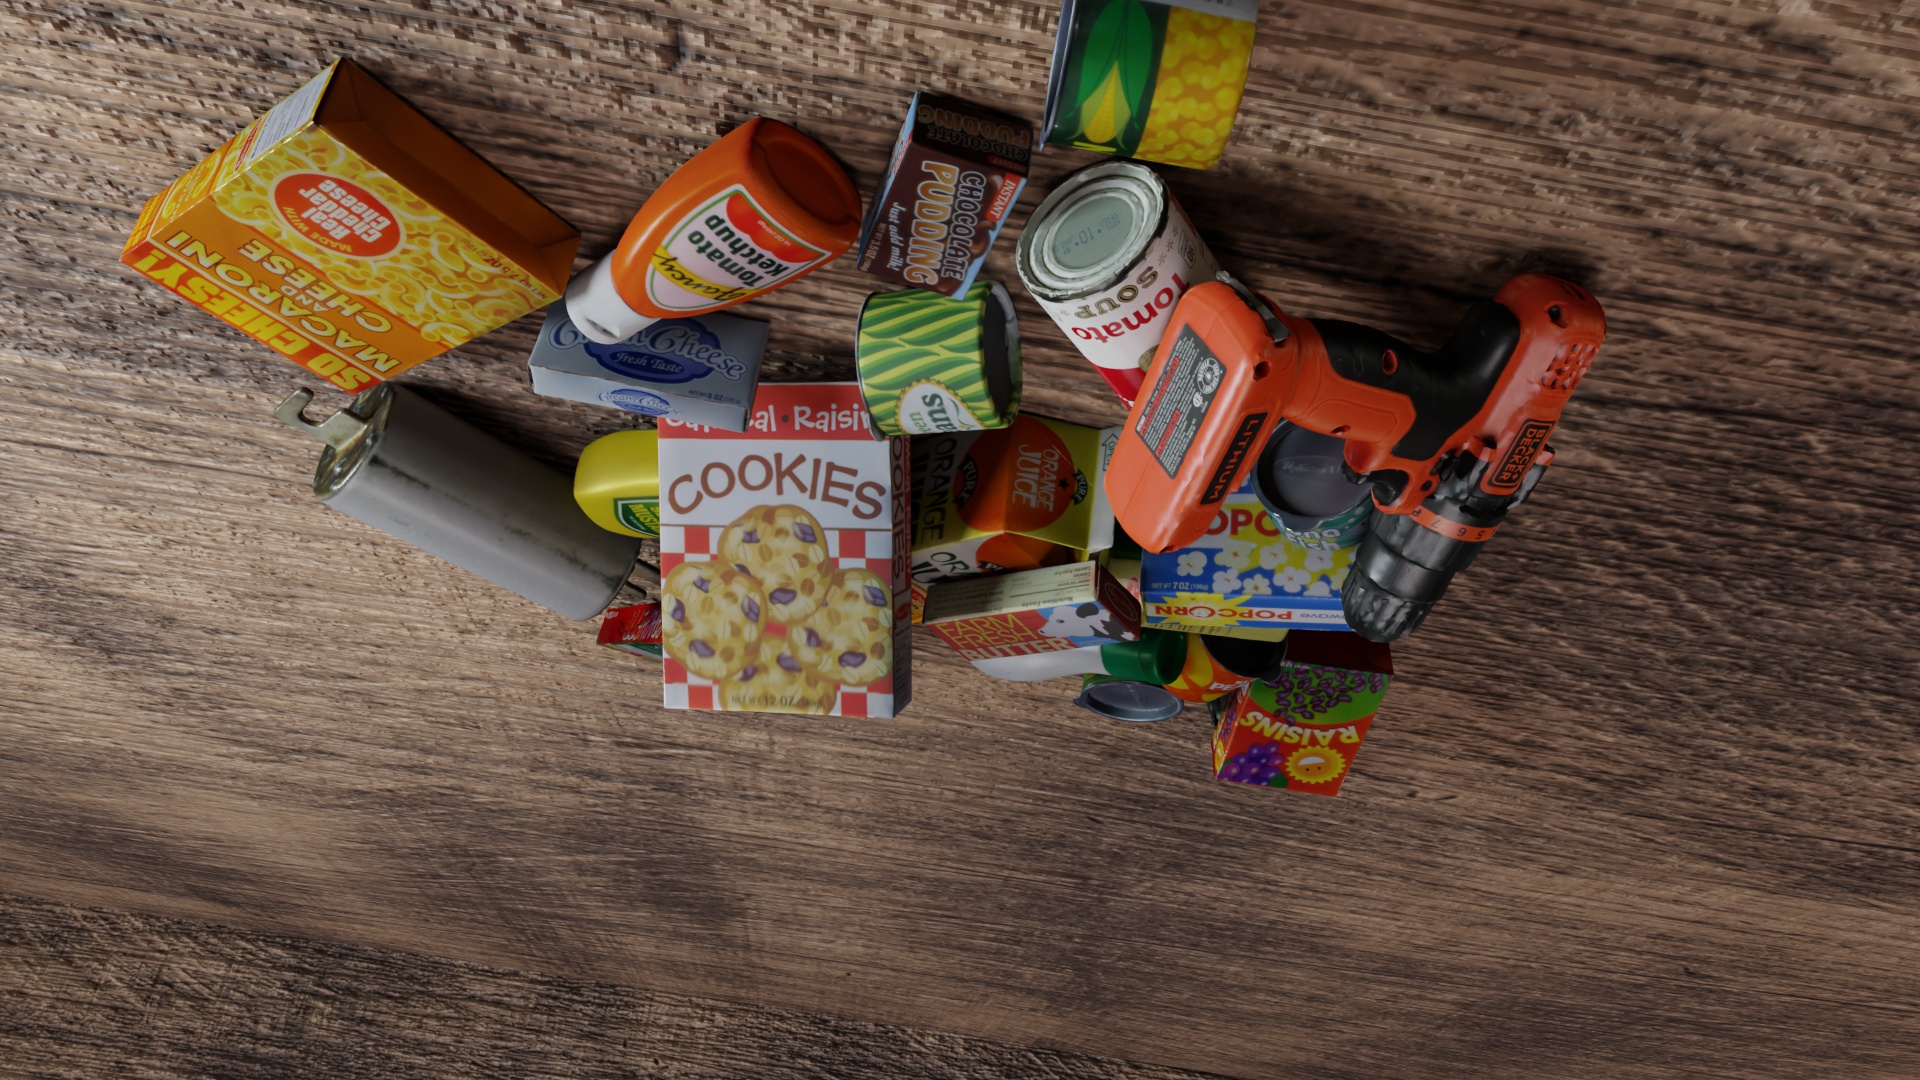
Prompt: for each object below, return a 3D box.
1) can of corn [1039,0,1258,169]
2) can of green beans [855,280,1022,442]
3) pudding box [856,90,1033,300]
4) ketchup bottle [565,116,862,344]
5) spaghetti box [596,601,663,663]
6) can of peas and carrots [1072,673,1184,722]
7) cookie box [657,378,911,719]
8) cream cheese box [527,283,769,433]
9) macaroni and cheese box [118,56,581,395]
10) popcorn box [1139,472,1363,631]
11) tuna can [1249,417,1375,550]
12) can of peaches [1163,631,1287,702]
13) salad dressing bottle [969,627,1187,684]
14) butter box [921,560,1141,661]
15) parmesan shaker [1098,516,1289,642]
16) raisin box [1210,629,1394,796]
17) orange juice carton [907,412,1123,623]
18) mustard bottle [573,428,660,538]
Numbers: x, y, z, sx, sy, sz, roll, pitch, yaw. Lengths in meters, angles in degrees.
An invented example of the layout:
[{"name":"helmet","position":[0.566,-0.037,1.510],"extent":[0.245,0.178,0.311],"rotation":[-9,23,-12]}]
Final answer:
[{"name":"can of corn","position":[0.061,-0.158,0.460],"extent":[0.058,0.071,0.071],"rotation":[9,152,-3]},{"name":"can of green beans","position":[-0.008,-0.081,0.623],"extent":[0.058,0.071,0.071],"rotation":[-3,150,18]},{"name":"pudding box","position":[-0.007,-0.136,0.558],"extent":[0.050,0.030,0.083],"rotation":[14,151,-13]},{"name":"ketchup bottle","position":[-0.113,-0.125,0.594],"extent":[0.148,0.044,0.064],"rotation":[-18,142,40]},{"name":"spaghetti box","position":[-0.185,0.061,0.895],"extent":[0.050,0.029,0.249],"rotation":[20,168,-23]},{"name":"can of peas and carrots","position":[0.110,0.078,0.896],"extent":[0.071,0.059,0.070],"rotation":[7,152,4]},{"name":"cookie box","position":[-0.088,0.002,0.704],"extent":[0.123,0.167,0.040],"rotation":[1,-174,13]},{"name":"cream cheese box","position":[-0.147,-0.087,0.661],"extent":[0.104,0.053,0.024],"rotation":[10,149,-5]},{"name":"macaroni and cheese box","position":[-0.275,-0.132,0.626],"extent":[0.166,0.040,0.123],"rotation":[-14,145,35]},{"name":"popcorn box","position":[0.158,0.000,0.709],"extent":[0.127,0.085,0.038],"rotation":[1,152,12]},{"name":"tuna can","position":[0.175,-0.028,0.667],"extent":[0.071,0.071,0.032],"rotation":[-7,149,26]},{"name":"can of peaches","position":[0.155,0.062,0.841],"extent":[0.071,0.071,0.057],"rotation":[19,151,-19]},{"name":"salad dressing bottle","position":[0.065,0.060,0.843],"extent":[0.147,0.064,0.043],"rotation":[6,136,40]},{"name":"butter box","position":[0.036,0.038,0.719],"extent":[0.103,0.024,0.053],"rotation":[-10,147,30]},{"name":"parmesan shaker","position":[0.130,0.020,0.773],"extent":[0.103,0.071,0.071],"rotation":[7,152,1]},{"name":"raisin box","position":[0.219,0.110,0.905],"extent":[0.086,0.040,0.122],"rotation":[8,130,-2]},{"name":"orange juice carton","position":[0.003,-0.009,0.747],"extent":[0.192,0.072,0.073],"rotation":[-13,145,35]},{"name":"mustard bottle","position":[-0.132,-0.034,0.761],"extent":[0.160,0.049,0.065],"rotation":[-4,153,21]}]
